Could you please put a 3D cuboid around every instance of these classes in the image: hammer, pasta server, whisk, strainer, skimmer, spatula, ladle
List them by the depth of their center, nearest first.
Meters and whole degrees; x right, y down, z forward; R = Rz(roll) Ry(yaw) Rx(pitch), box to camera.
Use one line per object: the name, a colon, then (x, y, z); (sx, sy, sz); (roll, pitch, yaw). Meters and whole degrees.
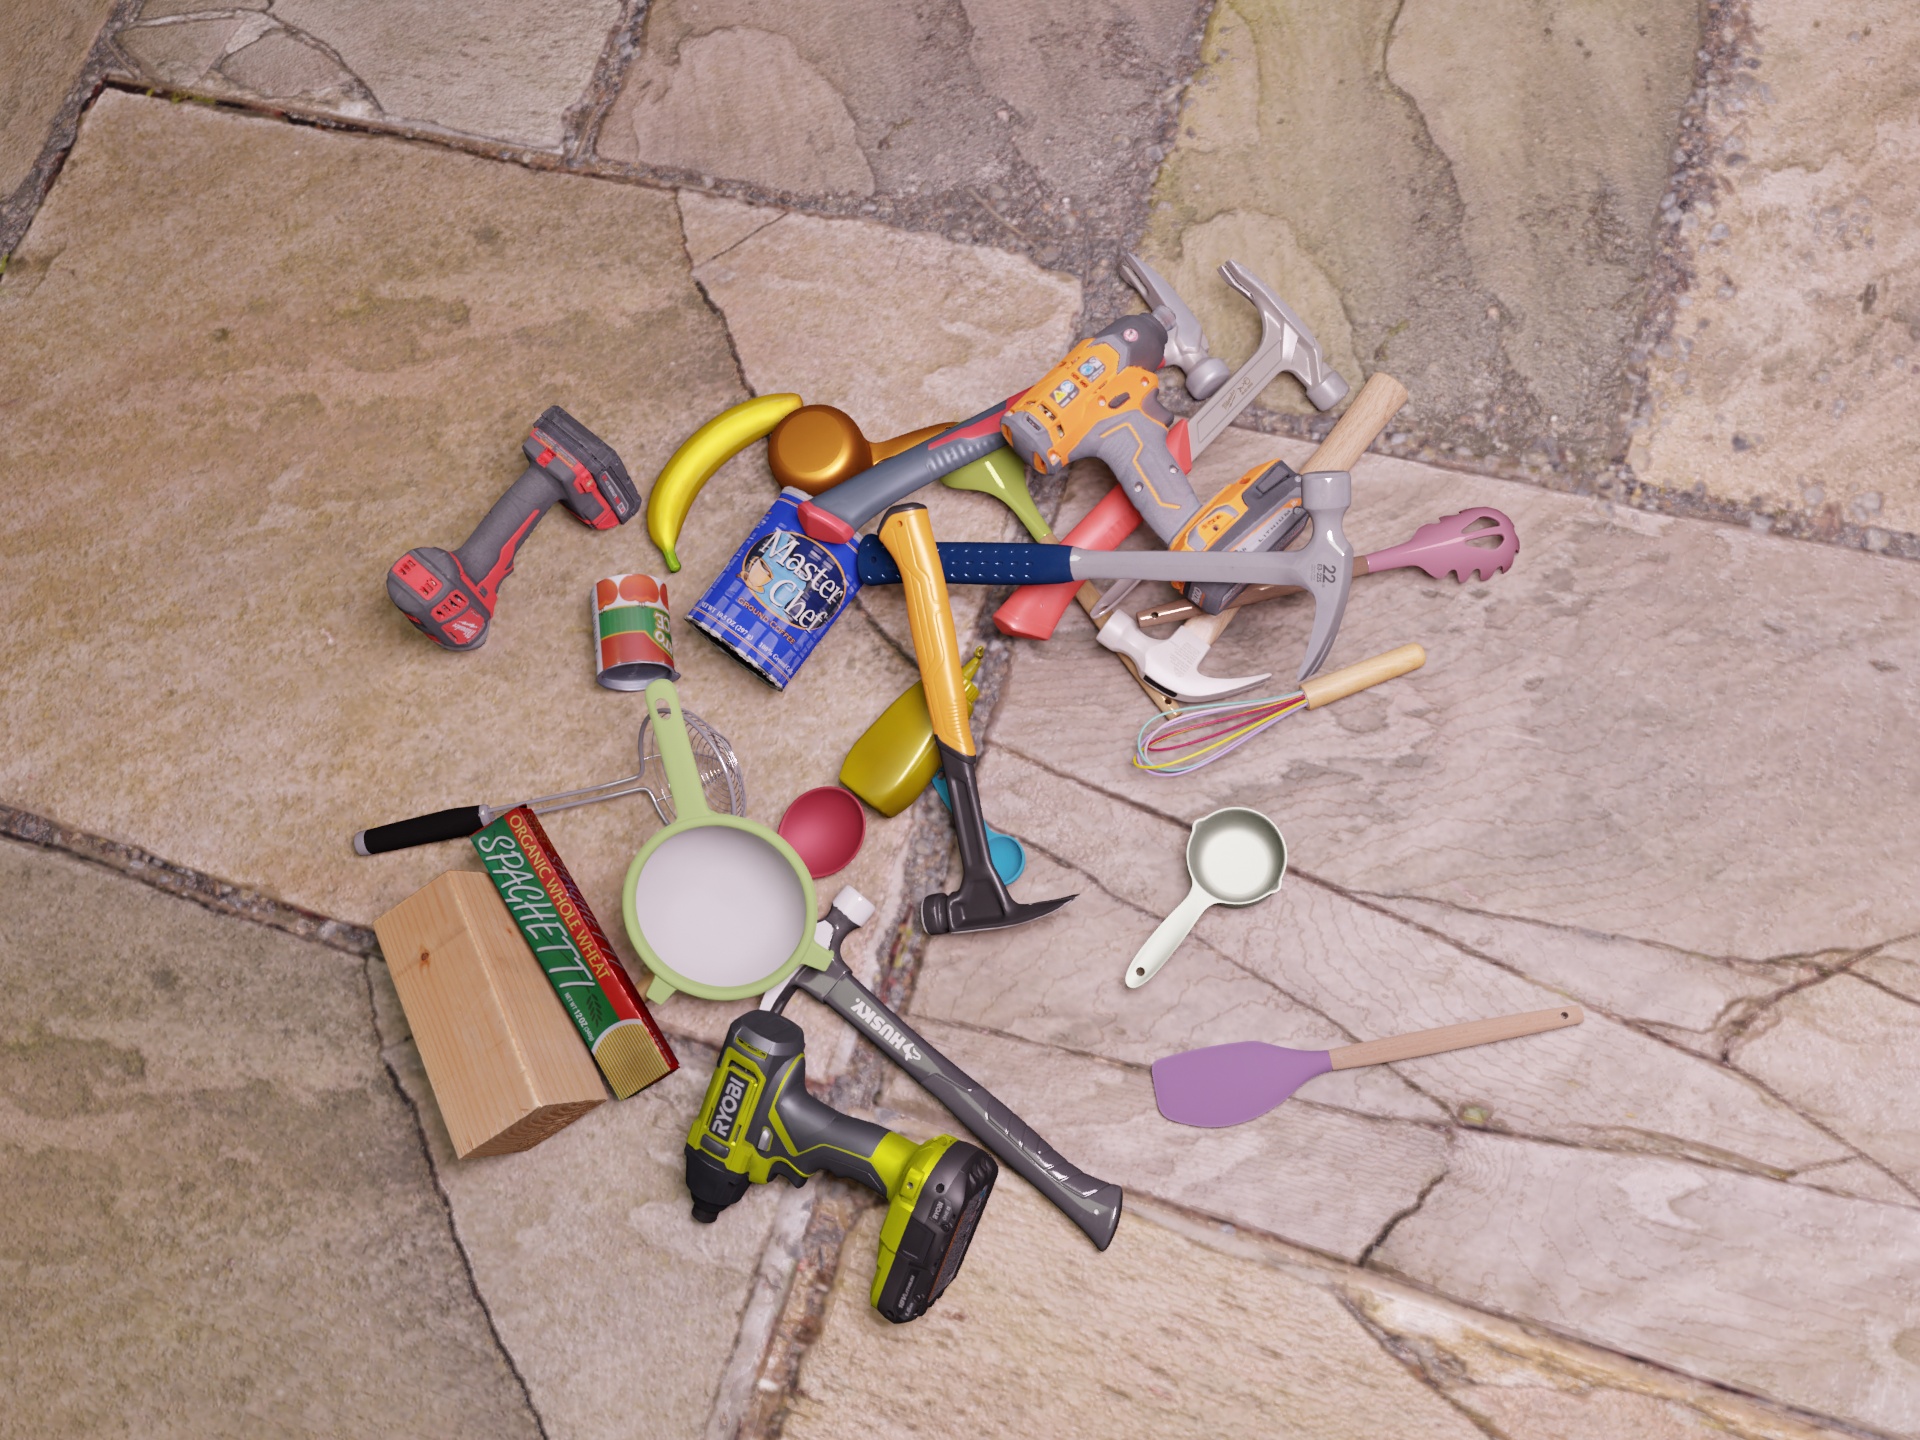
spatula: (0.300, 0.249, 1.179); (0.316, 0.018, 0.060); (-13, 72, 8)
hammer: (0.095, -0.111, 1.193); (0.406, 0.035, 0.144); (5, 104, 33)
hammer: (-0.013, 0.283, 1.220); (0.335, 0.035, 0.146); (38, 82, 18)
hammer: (-0.002, -0.004, 1.231); (0.127, 0.034, 0.337); (-11, 91, 26)
strainer: (-0.196, 0.087, 1.235); (0.151, 0.069, 0.256); (-13, 100, 6)
whisk: (0.250, -0.013, 1.259); (0.245, 0.047, 0.051); (-21, 83, -1)
pasta server: (0.293, -0.115, 1.260); (0.316, 0.040, 0.060); (-14, 78, -1)
hammer: (0.260, -0.152, 1.294); (0.130, 0.031, 0.331); (38, 80, 6)
hammer: (0.153, -0.206, 1.294); (0.149, 0.037, 0.359); (46, 81, -7)
ladle: (-0.200, 0.170, 1.295); (0.315, 0.031, 0.069); (-42, 79, -2)
hammer: (0.031, -0.259, 1.317); (0.386, 0.038, 0.143); (-29, 75, -16)
skimmer: (-0.348, 0.076, 1.317); (0.363, 0.090, 0.127); (-12, 103, 9)
ladle: (0.085, -0.127, 1.330); (0.078, 0.062, 0.320); (-32, 77, -13)

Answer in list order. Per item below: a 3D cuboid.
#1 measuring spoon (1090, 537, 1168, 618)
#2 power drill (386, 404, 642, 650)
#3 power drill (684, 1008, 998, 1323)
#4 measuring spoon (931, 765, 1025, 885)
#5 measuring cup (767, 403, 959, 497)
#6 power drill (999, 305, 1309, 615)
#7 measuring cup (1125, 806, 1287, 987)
measuring spoon: (0.151, -0.118, 1.305); (0.124, 0.018, 0.034); (-43, 32, -20)
power drill: (-0.386, -0.153, 1.376); (0.078, 0.143, 0.220); (39, 77, 15)
power drill: (-0.099, 0.340, 1.186); (0.223, 0.080, 0.171); (25, 104, 19)
measuring spoon: (0.012, 0.083, 1.290); (0.042, 0.021, 0.129); (-38, 61, 5)
measuring cup: (-0.084, -0.242, 1.384); (0.173, 0.052, 0.095); (-14, 71, 8)
power drill: (0.164, -0.210, 1.229); (0.164, 0.084, 0.226); (-44, 78, -6)
measuring cup: (0.184, 0.142, 1.225); (0.083, 0.038, 0.167); (39, 86, 19)
